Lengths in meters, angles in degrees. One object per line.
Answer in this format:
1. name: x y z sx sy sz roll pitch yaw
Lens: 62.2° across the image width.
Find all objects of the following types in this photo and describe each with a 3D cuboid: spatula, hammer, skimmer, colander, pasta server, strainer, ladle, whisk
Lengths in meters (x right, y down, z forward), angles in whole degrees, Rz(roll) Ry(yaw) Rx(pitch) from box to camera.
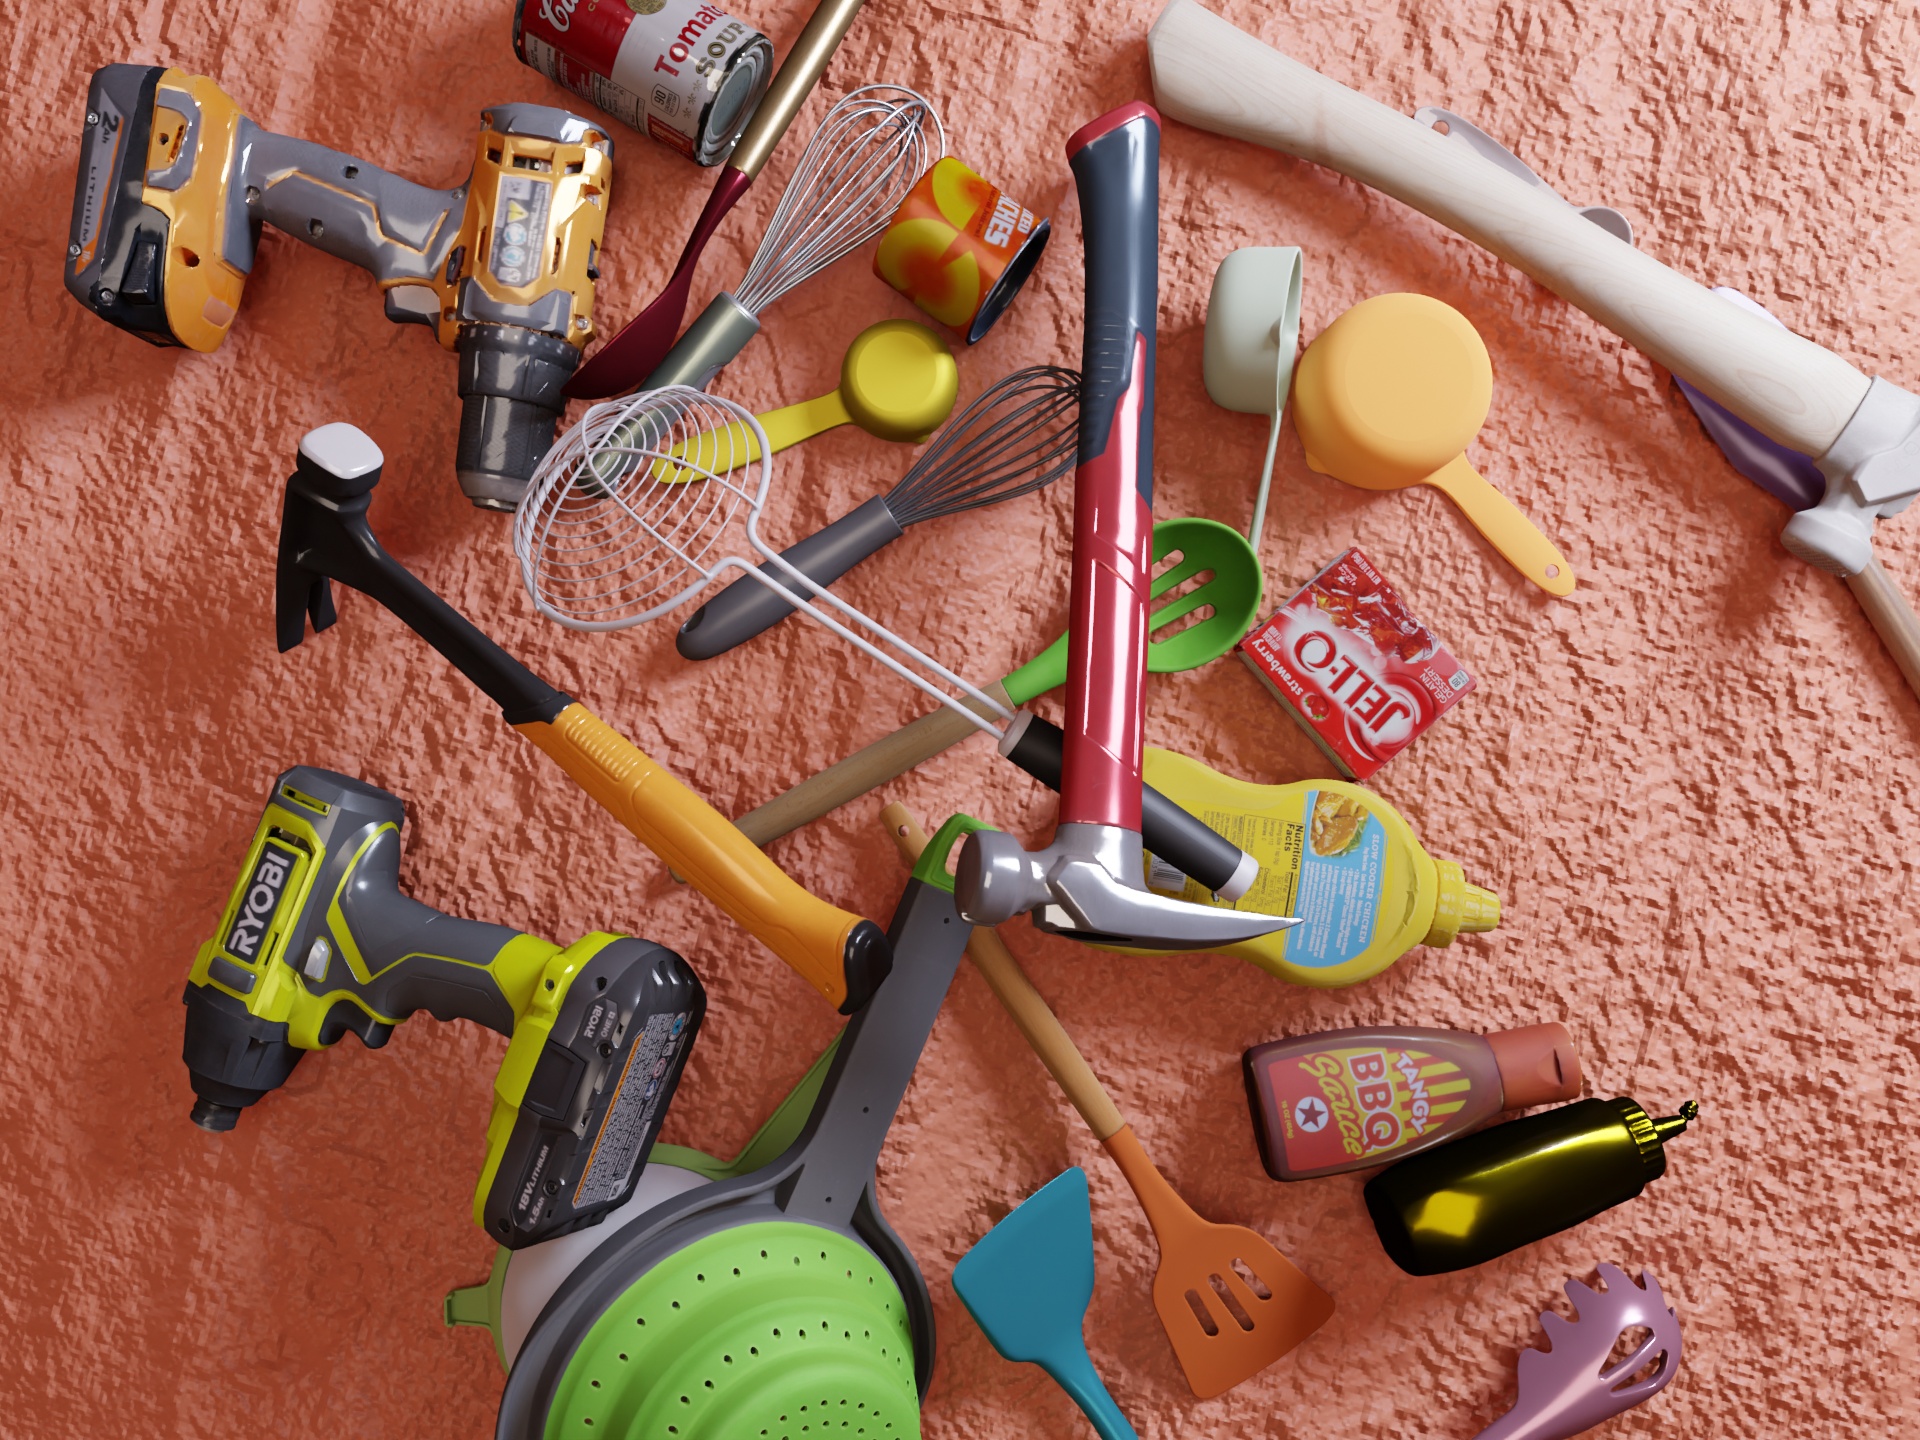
1. spatula: 0.093 0.361 0.736 0.082 0.044 0.317 -31 92 -30
2. hammer: 0.081 -0.095 0.694 0.143 0.038 0.386 9 72 -16
3. spatula: 0.435 -0.068 0.759 0.060 0.018 0.316 -31 88 2
4. skimmer: -0.032 -0.024 0.711 0.363 0.090 0.127 33 75 -4
5. hammer: 0.274 -0.233 0.739 0.410 0.038 0.146 32 100 5
6. colander: -0.052 0.232 0.680 0.204 0.094 0.397 27 83 -31
7. pasta server: 0.204 0.358 0.730 0.316 0.040 0.060 -33 89 -4
8. strainer: -0.116 0.236 0.731 0.151 0.069 0.256 40 91 1
9. ladle: -0.093 -0.276 0.745 0.031 0.069 0.315 32 78 -20
10. whisk: -0.033 -0.094 0.751 0.239 0.055 0.055 -32 89 4
11. spatula: 0.057 0.174 0.756 0.081 0.041 0.323 -35 85 1
12. whisk: -0.098 -0.200 0.754 0.059 0.058 0.246 41 94 -7
13. hammer: -0.169 0.015 0.698 0.337 0.034 0.127 38 133 8

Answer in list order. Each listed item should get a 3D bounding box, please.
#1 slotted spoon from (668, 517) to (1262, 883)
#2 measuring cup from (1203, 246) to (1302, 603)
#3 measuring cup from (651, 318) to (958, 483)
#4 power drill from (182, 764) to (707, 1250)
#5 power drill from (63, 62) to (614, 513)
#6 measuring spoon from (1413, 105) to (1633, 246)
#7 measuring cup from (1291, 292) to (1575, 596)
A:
1. slotted spoon: -0.001 -0.002 0.755 0.314 0.031 0.070 -29 95 3
2. measuring cup: 0.130 -0.137 0.747 0.038 0.083 0.167 10 105 15
3. measuring cup: -0.076 -0.146 0.759 0.156 0.029 0.062 -21 89 -2
4. power drill: -0.242 0.137 0.715 0.223 0.080 0.171 21 88 18
5. power drill: -0.283 -0.201 0.741 0.226 0.084 0.185 8 90 -4
6. measuring spoon: 0.269 -0.257 0.769 0.124 0.018 0.034 41 102 8
7. measuring cup: 0.232 -0.125 0.744 0.095 0.052 0.173 -43 87 -1
